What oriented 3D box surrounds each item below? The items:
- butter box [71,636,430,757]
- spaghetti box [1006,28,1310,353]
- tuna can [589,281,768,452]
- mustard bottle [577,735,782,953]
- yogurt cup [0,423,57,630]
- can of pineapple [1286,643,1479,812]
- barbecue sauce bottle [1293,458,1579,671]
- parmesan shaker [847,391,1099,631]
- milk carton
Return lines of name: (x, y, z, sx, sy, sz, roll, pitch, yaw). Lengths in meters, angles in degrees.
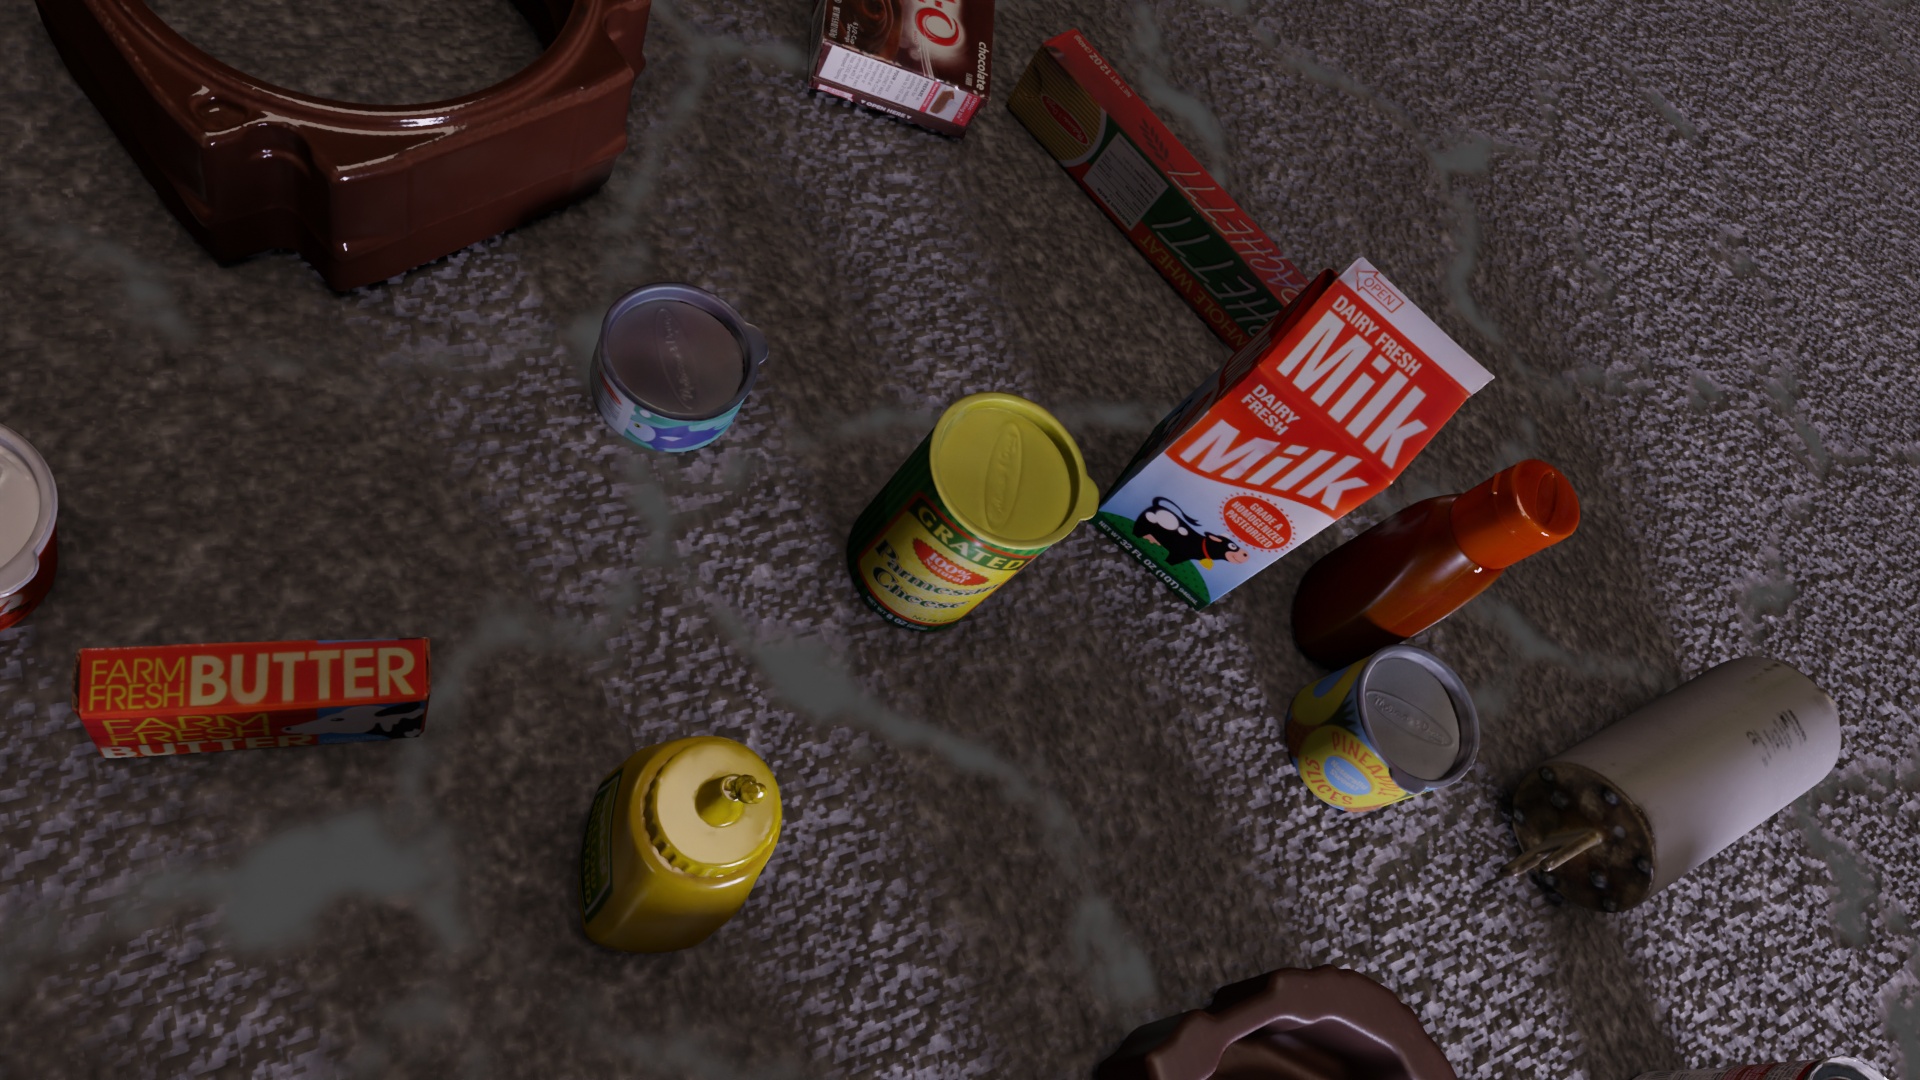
butter box: (-0.234, 0.053, 0.467, 0.104, 0.053, 0.024, 0, 68, -24)
spaghetti box: (0.124, -0.158, 0.726, 0.250, 0.050, 0.029, 48, 57, 2)
tuna can: (-0.119, -0.073, 0.588, 0.071, 0.032, 0.071, 10, 64, -20)
mustard bottle: (-0.090, 0.094, 0.449, 0.049, 0.159, 0.065, 8, 65, -21)
yogurt cup: (-0.328, -0.001, 0.448, 0.072, 0.053, 0.072, 10, 64, -20)
can of pineapple: (0.192, 0.089, 0.640, 0.071, 0.057, 0.071, 10, 64, -20)
barbecue sauce bottle: (0.212, 0.010, 0.631, 0.043, 0.148, 0.065, 31, 59, -9)
parmesan shaker: (0.002, -0.007, 0.571, 0.071, 0.102, 0.071, 10, 64, -20)
milk carton: (0.140, -0.047, 0.600, 0.072, 0.189, 0.074, 41, 58, -3)
